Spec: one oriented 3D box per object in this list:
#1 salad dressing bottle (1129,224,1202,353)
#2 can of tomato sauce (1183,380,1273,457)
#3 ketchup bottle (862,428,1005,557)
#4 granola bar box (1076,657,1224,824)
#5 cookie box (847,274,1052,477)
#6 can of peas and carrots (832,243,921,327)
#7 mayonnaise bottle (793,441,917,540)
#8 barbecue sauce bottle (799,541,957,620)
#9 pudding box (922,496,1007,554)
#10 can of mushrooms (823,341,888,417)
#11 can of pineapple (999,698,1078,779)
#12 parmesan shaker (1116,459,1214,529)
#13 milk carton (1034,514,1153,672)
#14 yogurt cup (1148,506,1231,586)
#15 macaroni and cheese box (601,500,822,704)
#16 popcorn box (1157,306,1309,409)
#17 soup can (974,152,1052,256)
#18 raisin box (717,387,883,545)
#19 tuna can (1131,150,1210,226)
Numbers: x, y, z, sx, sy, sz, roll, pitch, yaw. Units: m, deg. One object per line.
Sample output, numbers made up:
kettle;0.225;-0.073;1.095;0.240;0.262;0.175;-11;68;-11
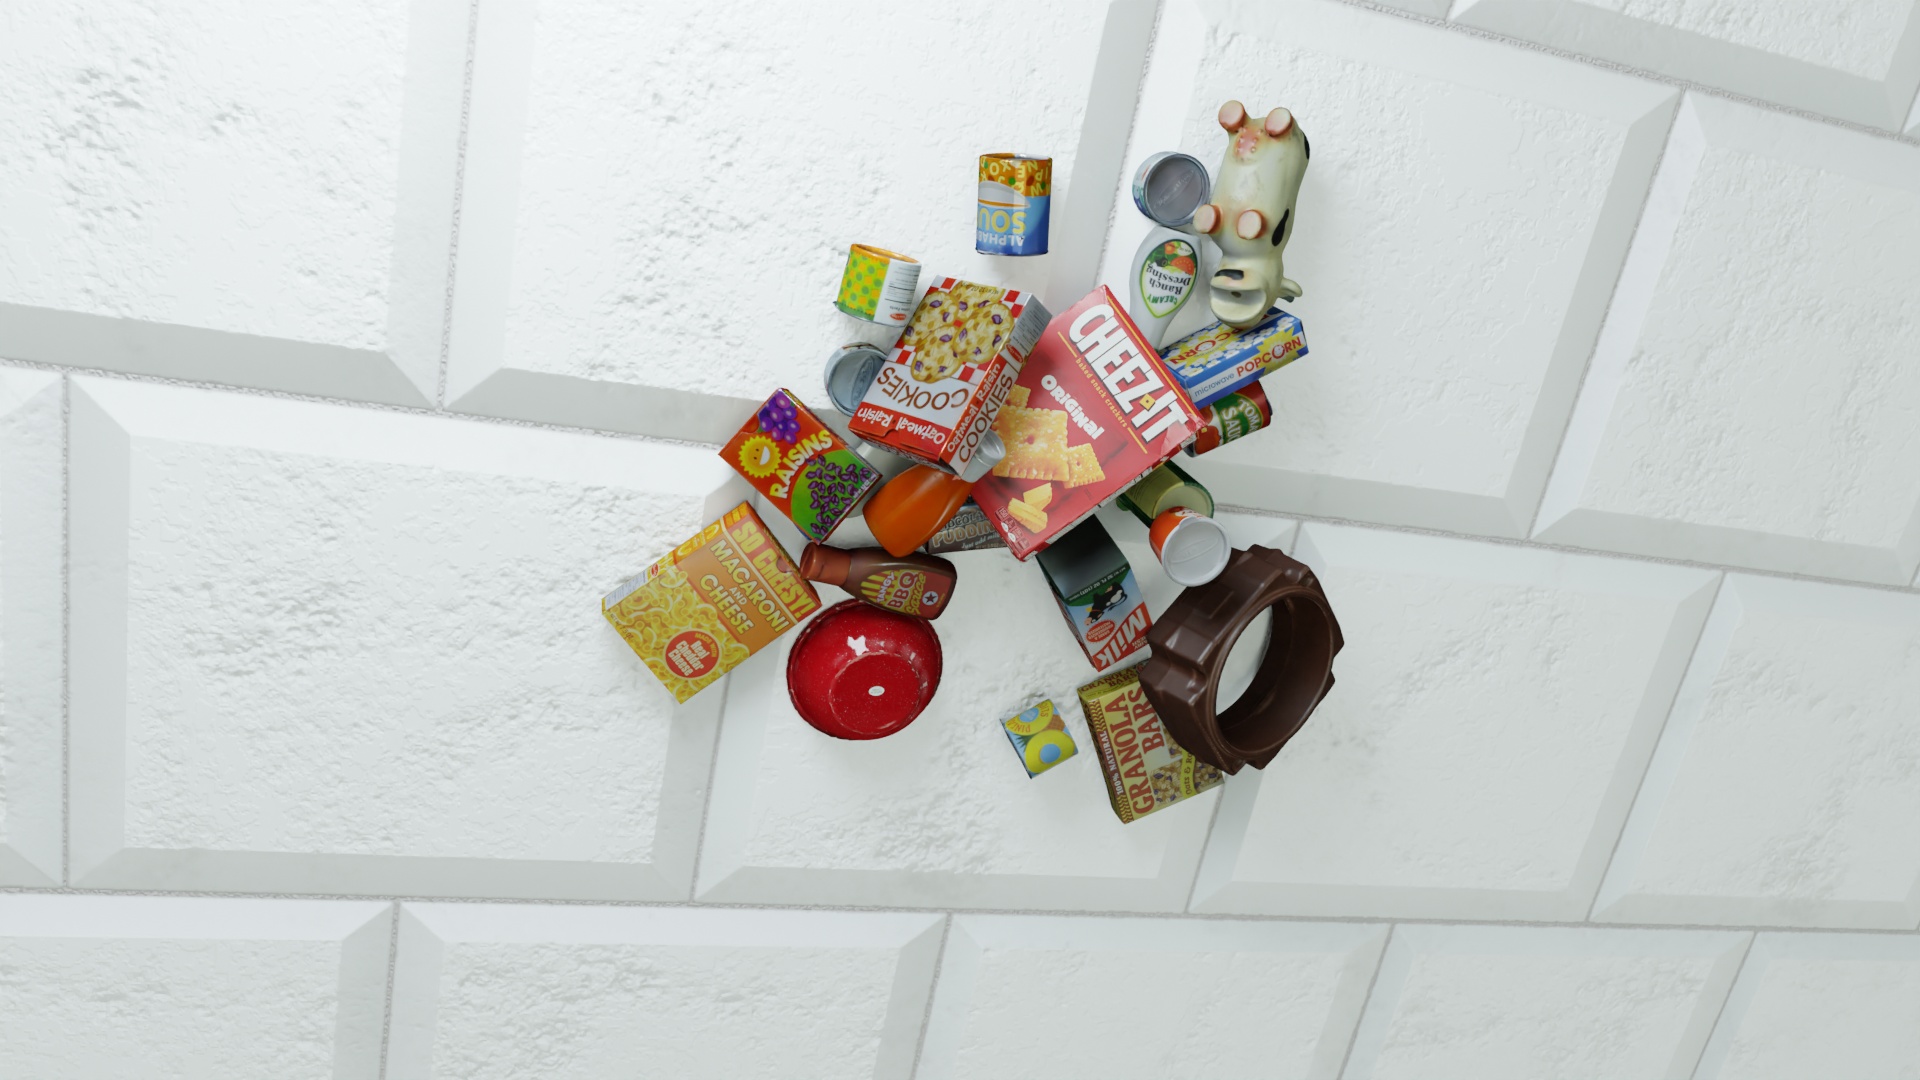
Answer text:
salad dressing bottle;0.183;-0.222;1.317;0.064;0.044;0.147;14;107;-11
can of tomato sauce;0.252;-0.125;1.359;0.083;0.071;0.071;-23;115;-5
ketchup bottle;-0.022;-0.047;1.247;0.148;0.044;0.065;-38;84;33
granola bar box;0.206;0.210;1.494;0.124;0.039;0.165;-21;115;-7
cookie box;-0.011;-0.148;1.220;0.040;0.123;0.167;39;76;-46
can of peas and carrots;-0.075;-0.228;1.234;0.071;0.071;0.058;11;107;-19
mayonnaise bottle;-0.094;-0.058;1.308;0.148;0.041;0.064;-37;112;3
barbecue sauce bottle;-0.080;0.034;1.336;0.148;0.044;0.064;14;117;-27
pudding box;0.005;-0.017;1.356;0.084;0.030;0.049;-5;111;-13
can of mushrooms;-0.090;-0.147;1.278;0.071;0.033;0.070;-5;111;-13
can of pineapple;0.082;0.204;1.444;0.058;0.071;0.070;-28;115;-3
parmesan shaker;0.197;-0.040;1.359;0.071;0.103;0.071;-5;113;-13
milk carton;0.139;0.064;1.380;0.072;0.074;0.189;-31;142;-1
yogurt cup;0.210;0.002;1.290;0.072;0.054;0.072;-5;112;-13
macaroni and cheese box;-0.234;0.060;1.316;0.166;0.040;0.123;-35;116;0
popcorn box;0.257;-0.179;1.331;0.127;0.085;0.038;-27;117;-4
soup can;0.046;-0.299;1.236;0.071;0.071;0.083;-3;111;-14
raisin box;-0.145;-0.068;1.265;0.123;0.040;0.086;42;97;1
tuna can;0.196;-0.324;1.287;0.071;0.033;0.070;-5;112;-13
